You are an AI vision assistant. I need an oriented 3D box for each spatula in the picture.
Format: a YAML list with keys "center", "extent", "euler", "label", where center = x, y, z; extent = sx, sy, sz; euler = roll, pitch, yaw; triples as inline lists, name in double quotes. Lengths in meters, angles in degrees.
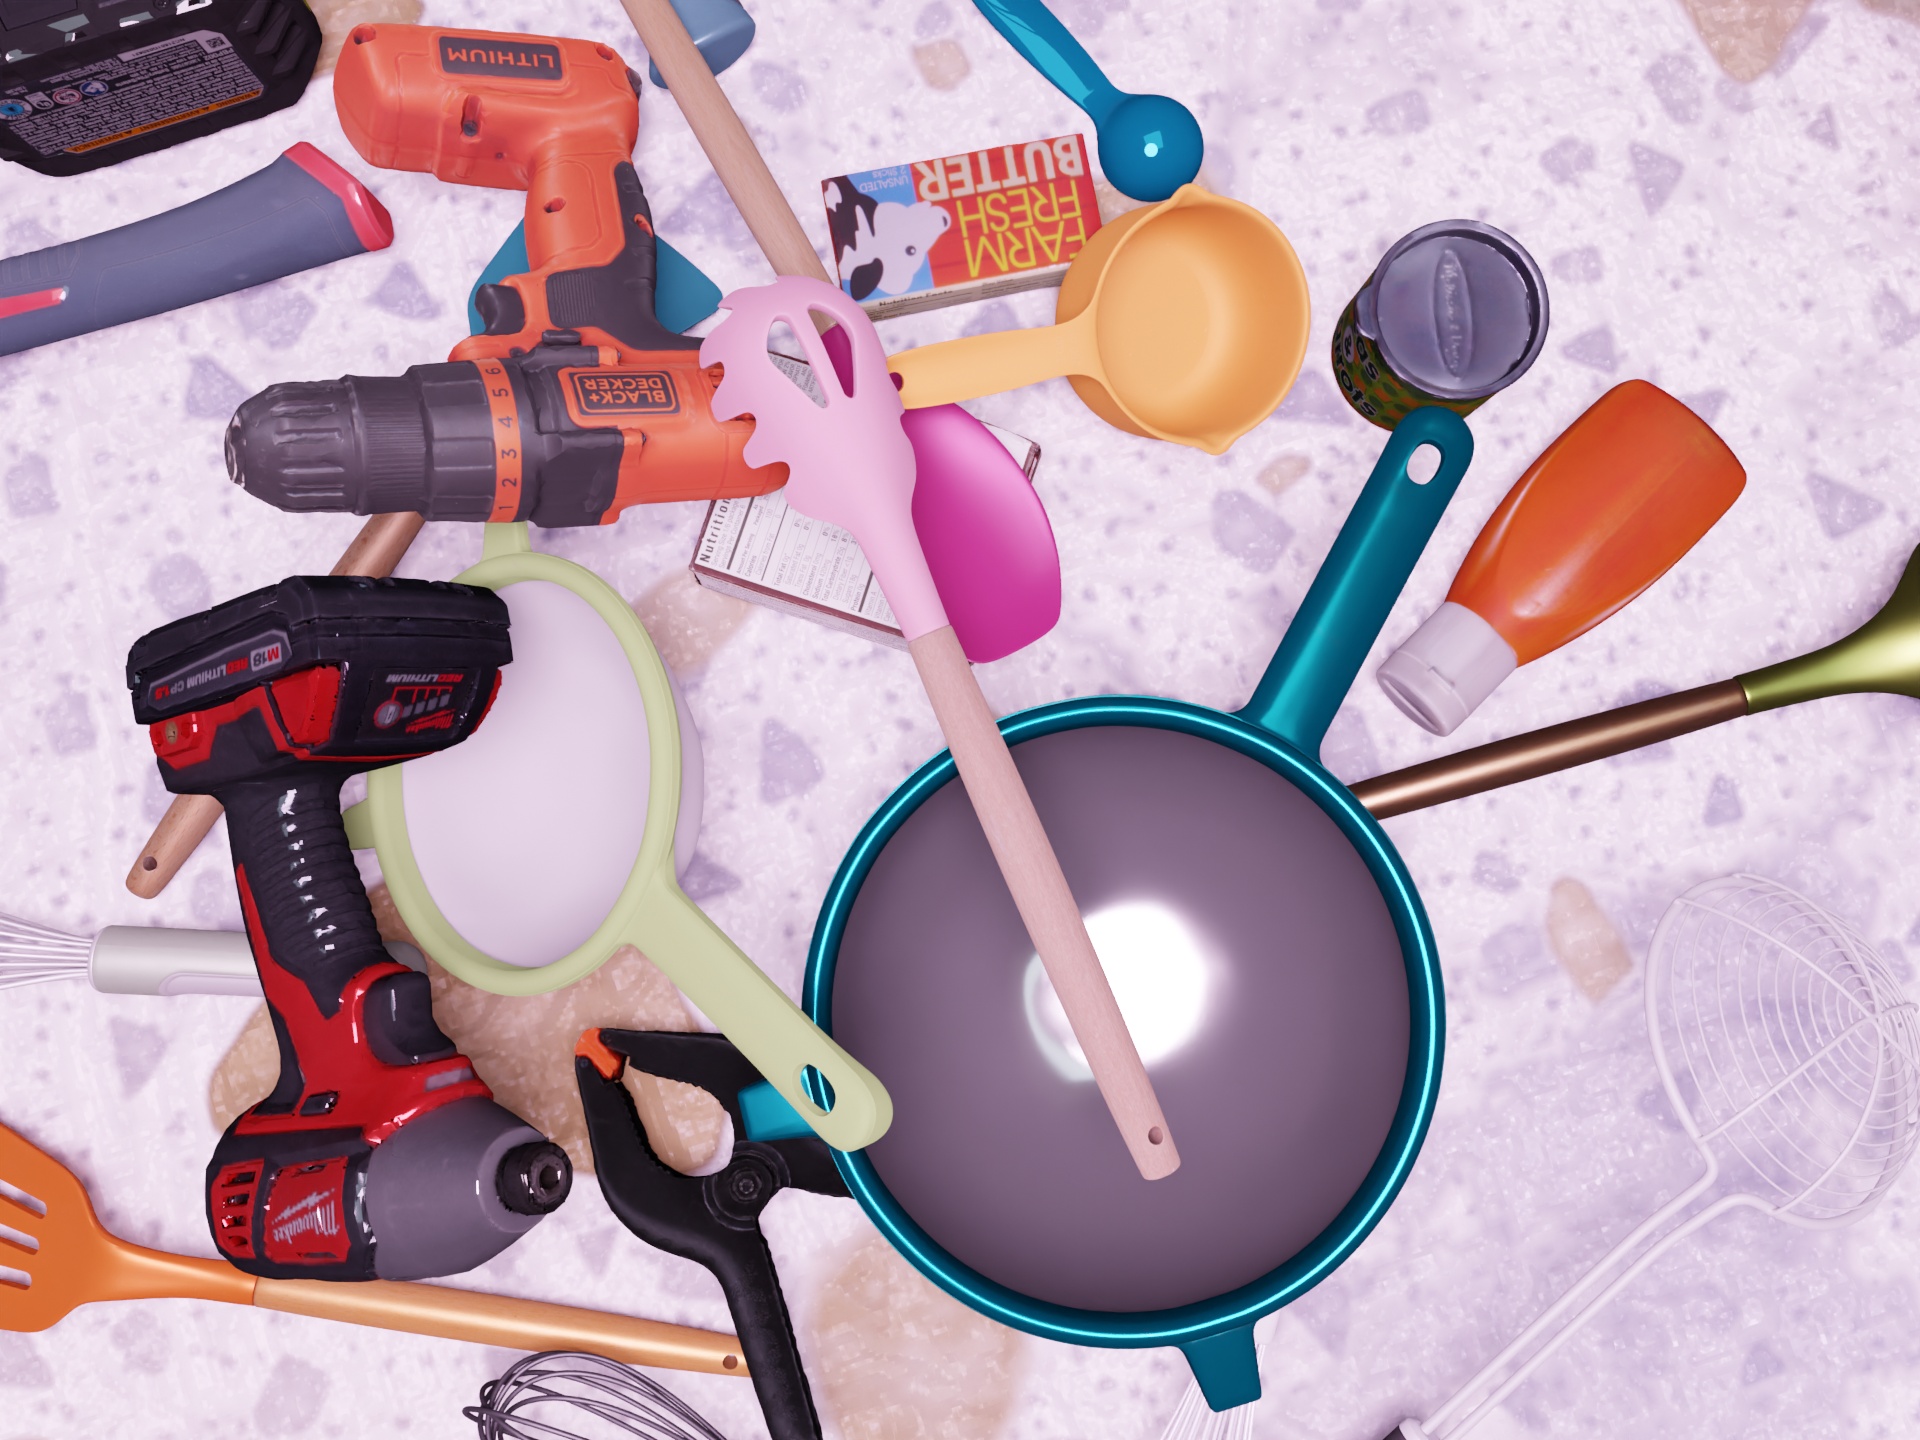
- center: [-0.230, 0.208, 0.586]
  extent: [0.322, 0.041, 0.081]
  euler: [11, 87, -5]
  label: "spatula"
- center: [-0.215, -0.064, 0.604]
  extent: [0.082, 0.044, 0.317]
  euler: [36, 91, 0]
  label: "spatula"

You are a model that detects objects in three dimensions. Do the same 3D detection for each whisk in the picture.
- center: [-0.321, 0.087, 0.580]
  extent: [0.246, 0.057, 0.059]
  euler: [4, 56, -5]
  label: "whisk"
- center: [0.094, 0.244, 0.566]
  extent: [0.070, 0.070, 0.285]
  euler: [20, 77, 0]
  label: "whisk"
- center: [-0.064, 0.284, 0.567]
  extent: [0.239, 0.055, 0.055]
  euler: [26, 86, -8]
  label: "whisk"

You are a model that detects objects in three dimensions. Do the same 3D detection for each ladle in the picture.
- center: [0.265, -0.001, 0.606]
  extent: [0.320, 0.062, 0.078]
  euler: [-16, 85, 5]
  label: "ladle"

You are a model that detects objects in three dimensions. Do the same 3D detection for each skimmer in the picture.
- center: [0.210, 0.212, 0.591]
  extent: [0.127, 0.090, 0.363]
  euler: [43, 97, -4]
  label: "skimmer"

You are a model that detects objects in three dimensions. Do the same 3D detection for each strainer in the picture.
- center: [0.084, 0.045, 0.567]
  extent: [0.211, 0.095, 0.340]
  euler: [29, 83, 3]
  label: "strainer"
- center: [-0.101, 0.048, 0.540]
  extent: [0.257, 0.069, 0.151]
  euler: [39, 109, 27]
  label: "strainer"

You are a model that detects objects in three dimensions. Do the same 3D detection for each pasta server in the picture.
- center: [-0.001, -0.002, 0.509]
  extent: [0.060, 0.040, 0.316]
  euler: [-24, 90, -15]
  label: "pasta server"

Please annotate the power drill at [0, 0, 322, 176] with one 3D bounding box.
- center: [-0.324, -0.340, 0.593]
  extent: [0.190, 0.080, 0.228]
  euler: [-18, 84, -2]
  label: "power drill"

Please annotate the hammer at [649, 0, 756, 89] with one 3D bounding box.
- center: [-0.131, -0.411, 0.622]
  extent: [0.128, 0.033, 0.331]
  euler: [-11, 87, -3]
  label: "hammer"

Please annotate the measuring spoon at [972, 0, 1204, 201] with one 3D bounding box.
- center: [0.045, -0.257, 0.620]
  extent: [0.042, 0.021, 0.128]
  euler: [-44, 89, -4]
  label: "measuring spoon"

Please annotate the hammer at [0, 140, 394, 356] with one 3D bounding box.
- center: [-0.401, -0.127, 0.595]
  extent: [0.386, 0.038, 0.143]
  euler: [-16, 88, -2]
  label: "hammer"

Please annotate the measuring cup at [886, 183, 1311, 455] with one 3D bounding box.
- center: [0.039, -0.137, 0.579]
  extent: [0.173, 0.052, 0.095]
  euler: [-14, 107, -14]
  label: "measuring cup"

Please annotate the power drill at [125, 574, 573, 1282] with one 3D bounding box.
- center: [-0.193, 0.070, 0.516]
  extent: [0.143, 0.078, 0.220]
  euler: [-12, 84, 33]
  label: "power drill"

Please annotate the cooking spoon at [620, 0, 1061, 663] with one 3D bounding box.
- center: [-0.057, -0.163, 0.578]
  extent: [0.069, 0.017, 0.319]
  euler: [-28, 84, -18]
  label: "cooking spoon"
